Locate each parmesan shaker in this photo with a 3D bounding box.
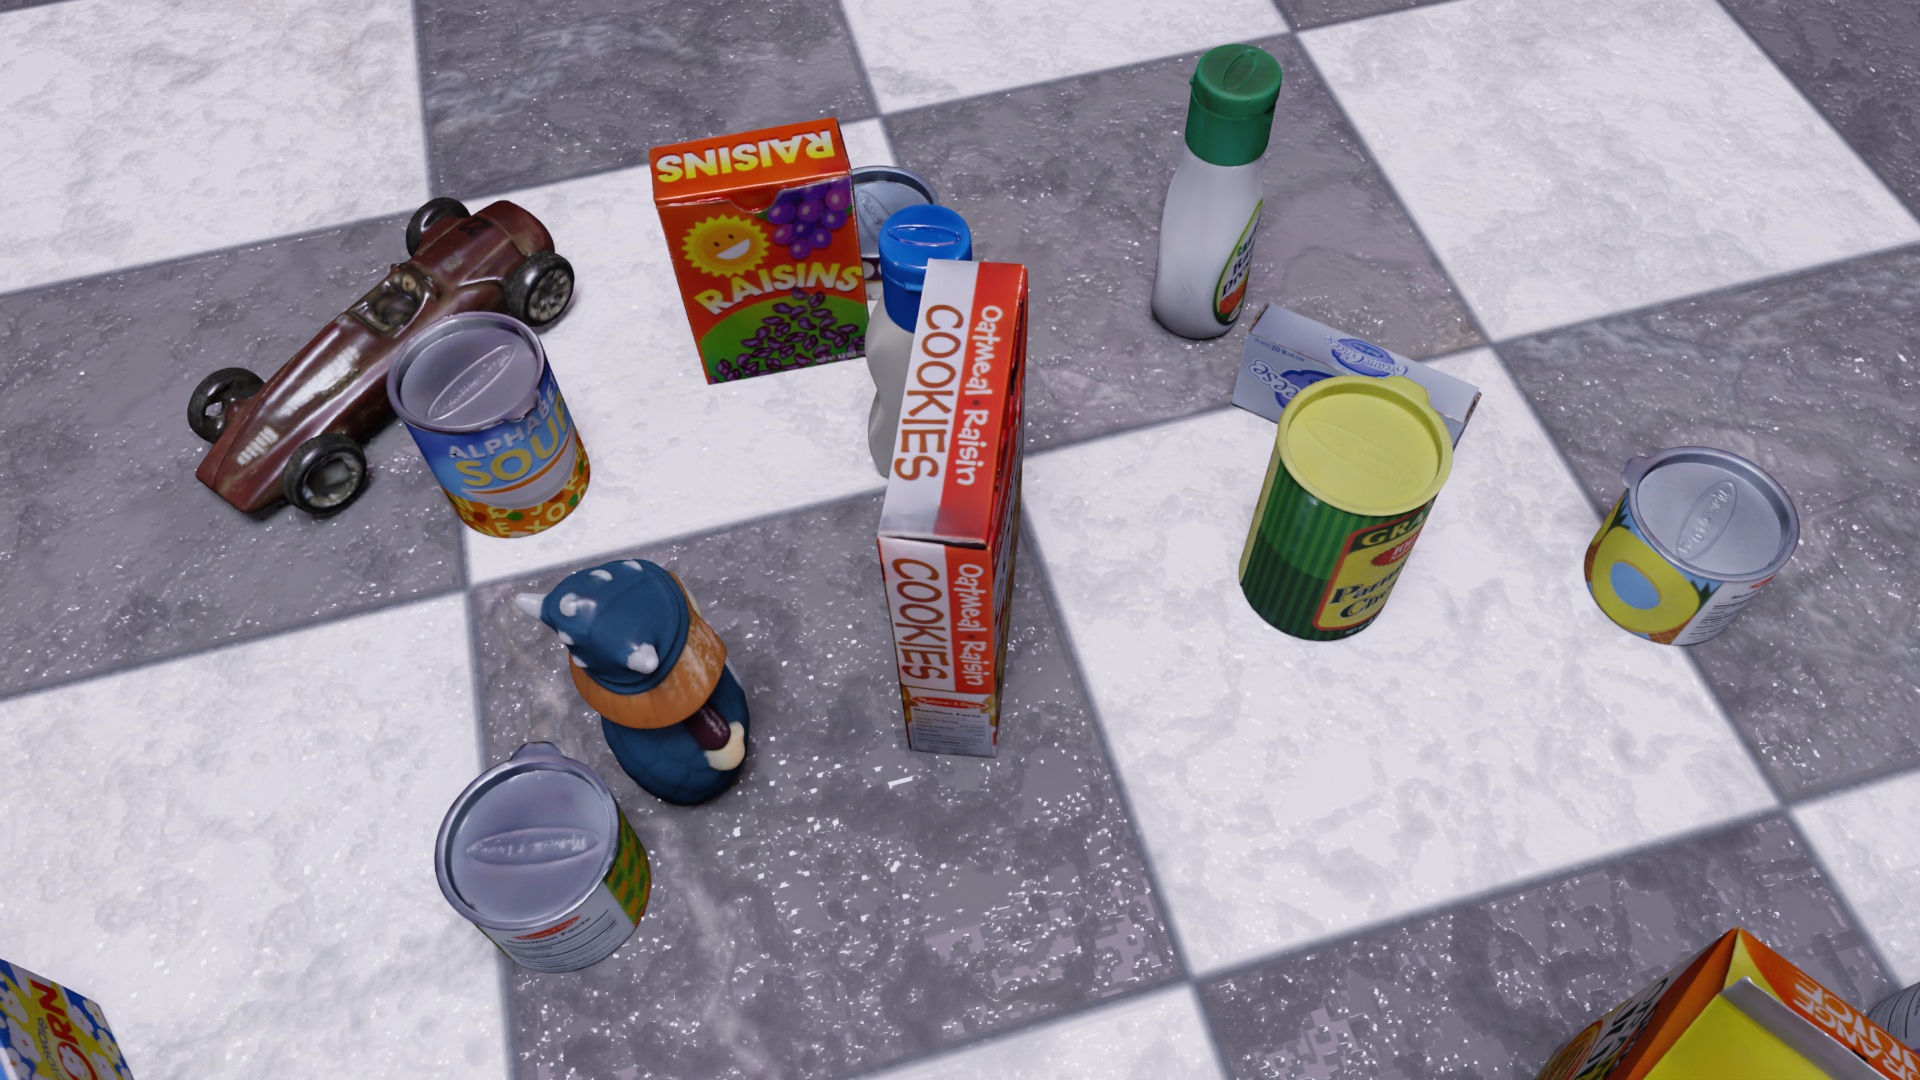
[{"bbox_3d":[0.157,-0.012,0.573,0.071,0.102,0.071,-1,57,1],"label":"parmesan shaker"}]

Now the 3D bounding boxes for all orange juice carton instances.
[{"bbox_3d":[0.215,0.174,0.398,0.072,0.191,0.073,38,66,23],"label":"orange juice carton"}]

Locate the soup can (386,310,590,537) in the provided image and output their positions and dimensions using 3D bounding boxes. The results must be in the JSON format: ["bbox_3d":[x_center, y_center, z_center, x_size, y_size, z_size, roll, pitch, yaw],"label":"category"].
[{"bbox_3d":[-0.205,-0.048,0.618,0.071,0.083,0.072,-1,57,1],"label":"soup can"}]

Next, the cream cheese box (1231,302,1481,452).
[{"bbox_3d":[0.179,-0.066,0.637,0.104,0.053,0.024,26,62,17],"label":"cream cheese box"}]

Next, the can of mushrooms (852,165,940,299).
[{"bbox_3d":[-0.045,-0.158,0.714,0.071,0.033,0.071,-1,57,1],"label":"can of mushrooms"}]

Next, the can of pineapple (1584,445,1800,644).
[{"bbox_3d":[0.305,0.002,0.587,0.071,0.057,0.071,-1,57,1],"label":"can of pineapple"}]

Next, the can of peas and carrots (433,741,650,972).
[{"bbox_3d":[-0.155,0.120,0.523,0.071,0.058,0.071,-1,57,1],"label":"can of peas and carrots"}]

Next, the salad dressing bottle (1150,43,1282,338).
[{"bbox_3d":[0.118,-0.157,0.641,0.044,0.147,0.064,24,61,16],"label":"salad dressing bottle"}]

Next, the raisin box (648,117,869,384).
[{"bbox_3d":[-0.089,-0.131,0.644,0.086,0.122,0.040,-10,58,-5],"label":"raisin box"}]

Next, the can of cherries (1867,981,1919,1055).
[{"bbox_3d":[0.355,0.180,0.470,0.071,0.058,0.072,-1,57,1],"label":"can of cherries"}]

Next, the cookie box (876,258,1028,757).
[{"bbox_3d":[0.002,-0.007,0.536,0.040,0.166,0.123,5,58,5],"label":"cookie box"}]

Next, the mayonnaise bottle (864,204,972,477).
[{"bbox_3d":[-0.011,-0.078,0.593,0.065,0.147,0.041,6,58,5],"label":"mayonnaise bottle"}]

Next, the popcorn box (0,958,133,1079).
[{"bbox_3d":[-0.303,0.201,0.458,0.038,0.084,0.127,-35,63,-19],"label":"popcorn box"}]
